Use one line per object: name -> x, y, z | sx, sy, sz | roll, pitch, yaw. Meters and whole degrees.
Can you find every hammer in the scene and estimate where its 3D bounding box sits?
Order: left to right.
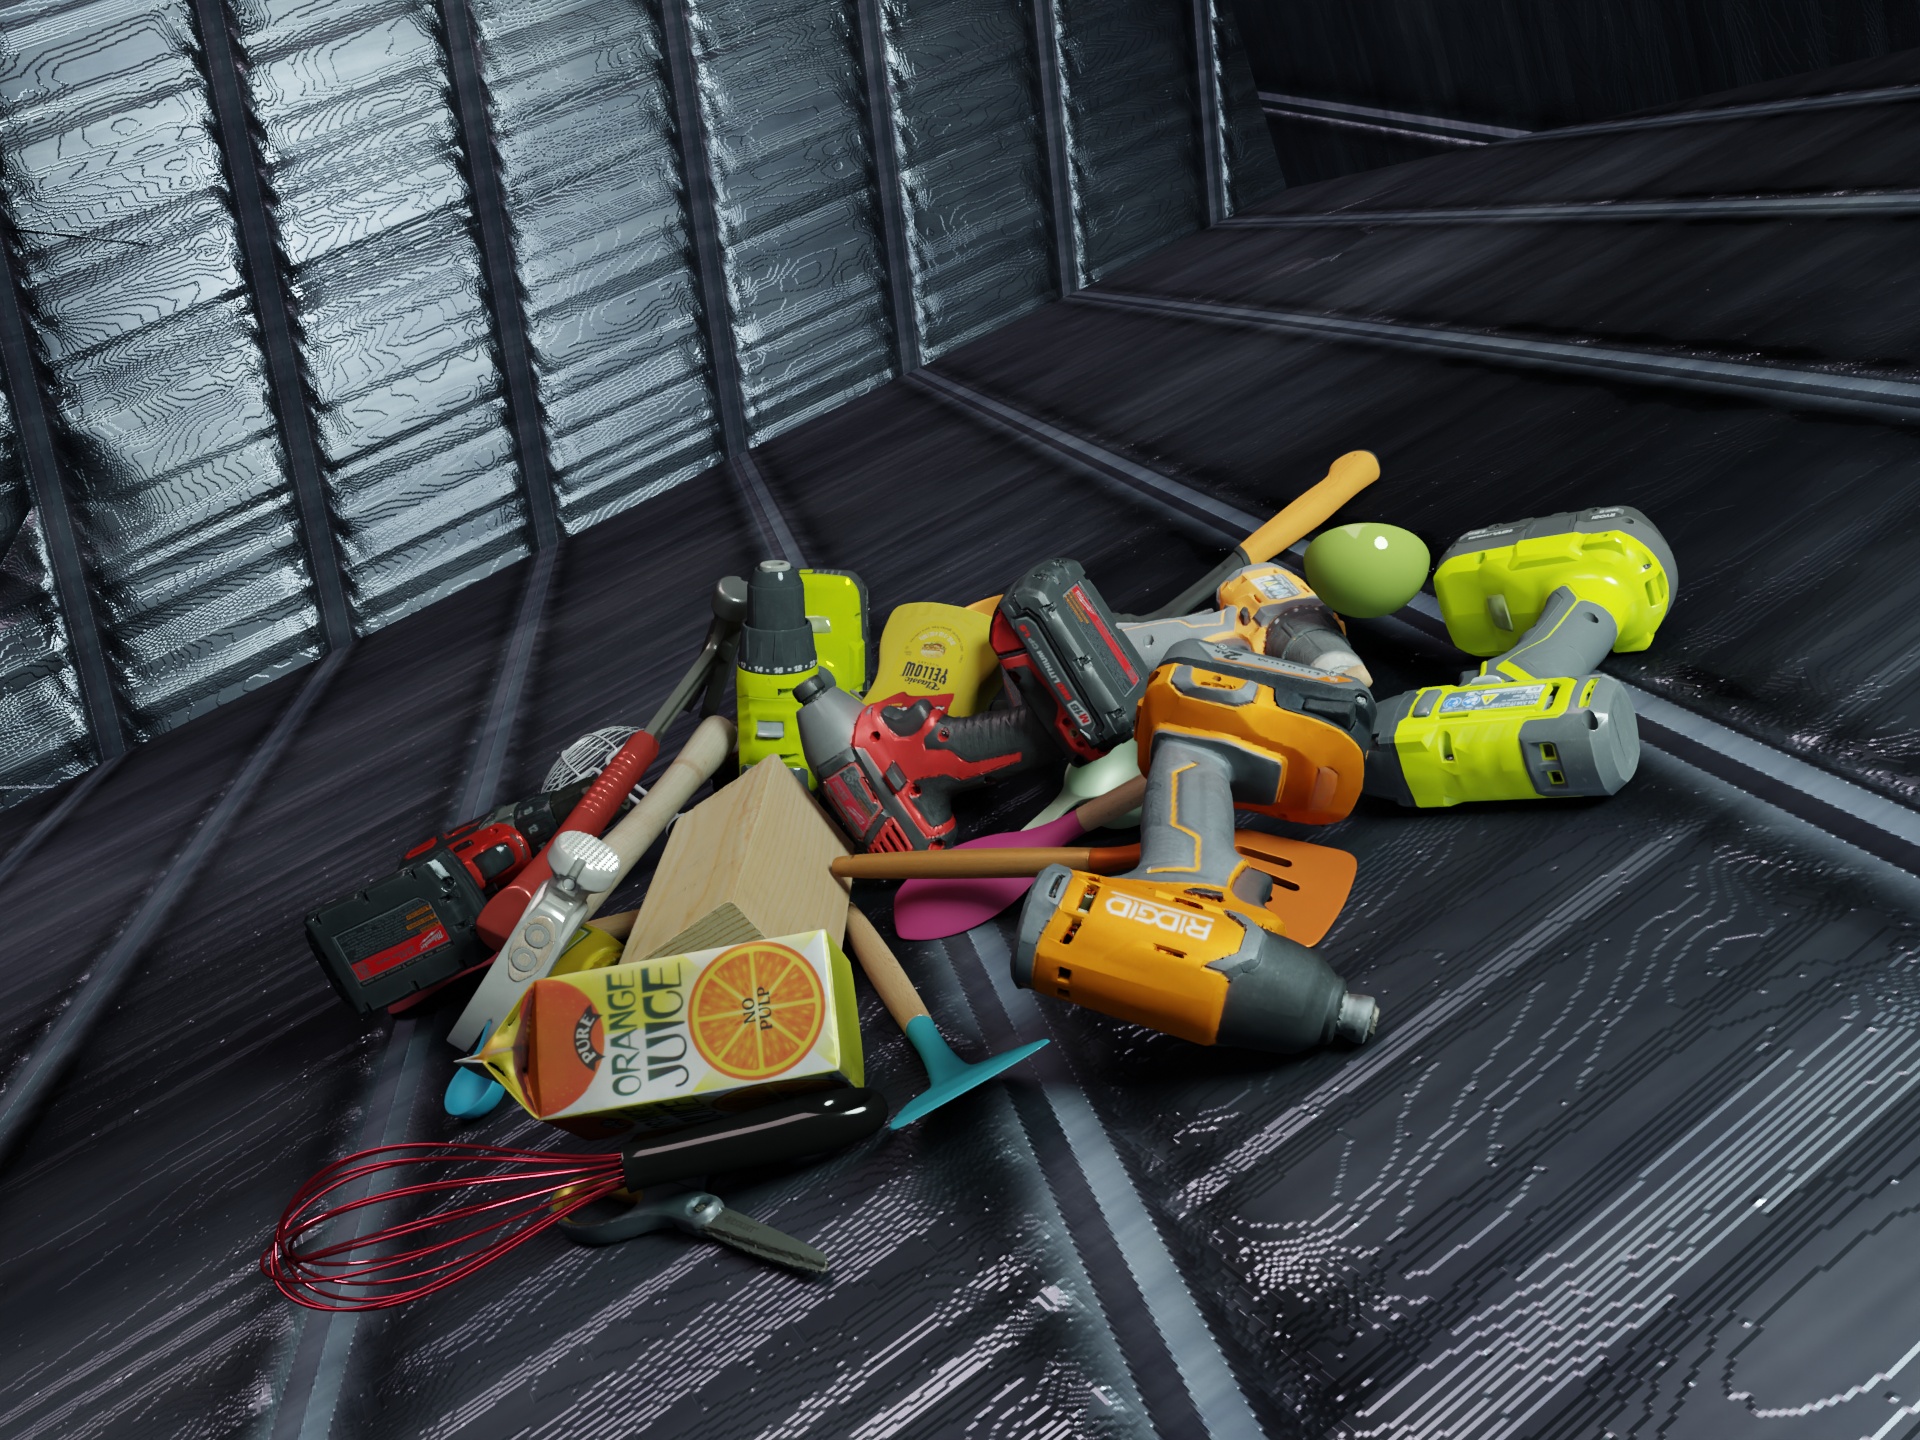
hammer -> -0.243, 0.041, 1.147 | 0.149, 0.036, 0.359 | -64, 0, 40
hammer -> -0.219, 0.081, 1.053 | 0.146, 0.038, 0.411 | -57, 3, 15
hammer -> 0.254, -0.145, 1.314 | 0.337, 0.034, 0.127 | -37, 23, -34

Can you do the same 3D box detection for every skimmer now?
skimmer -> -0.235, 0.084, 1.262 | 0.127, 0.090, 0.364 | -40, 35, -19

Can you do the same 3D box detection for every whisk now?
whisk -> -0.179, 0.217, 0.755 | 0.296, 0.073, 0.073 | -11, 18, -10

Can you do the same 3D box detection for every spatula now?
spatula -> -0.031, 0.146, 0.860 | 0.082, 0.044, 0.318 | -28, 19, -9
spatula -> 0.057, 0.088, 0.895 | 0.323, 0.041, 0.081 | -5, 29, 36

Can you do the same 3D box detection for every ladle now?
ladle -> -0.279, 0.157, 1.132 | 0.315, 0.031, 0.069 | -15, 22, 16
ladle -> 0.272, -0.119, 1.126 | 0.078, 0.062, 0.320 | 5, 12, 7

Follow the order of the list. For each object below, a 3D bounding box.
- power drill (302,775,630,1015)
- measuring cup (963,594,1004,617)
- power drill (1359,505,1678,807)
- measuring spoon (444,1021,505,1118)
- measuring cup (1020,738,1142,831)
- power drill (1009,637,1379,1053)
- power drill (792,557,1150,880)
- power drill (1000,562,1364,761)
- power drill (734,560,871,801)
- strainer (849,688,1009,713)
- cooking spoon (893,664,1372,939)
power drill -> -0.345, 0.110, 1.147 | 0.188, 0.080, 0.227 | -25, 10, 8
measuring cup -> 0.017, -0.046, 1.294 | 0.095, 0.052, 0.174 | -16, 23, 19
power drill -> 0.308, -0.032, 0.907 | 0.171, 0.080, 0.223 | -6, 29, 39
measuring spoon -> -0.283, 0.194, 0.995 | 0.042, 0.021, 0.129 | -16, 41, 30
measuring cup -> 0.073, 0.064, 0.986 | 0.167, 0.038, 0.083 | -42, 25, -7
power drill -> 0.137, 0.064, 0.779 | 0.164, 0.084, 0.227 | 15, 43, 16
power drill -> -0.002, -0.003, 0.992 | 0.219, 0.143, 0.078 | -31, 5, 28
power drill -> 0.148, -0.037, 1.064 | 0.226, 0.084, 0.185 | -12, 24, -3
power drill -> -0.127, -0.048, 1.262 | 0.080, 0.190, 0.229 | 2, 18, 6
strainer -> 0.016, -0.004, 1.201 | 0.258, 0.050, 0.086 | -2, -15, 34
cooking spoon -> 0.093, 0.047, 0.931 | 0.319, 0.017, 0.069 | -28, 38, 16
